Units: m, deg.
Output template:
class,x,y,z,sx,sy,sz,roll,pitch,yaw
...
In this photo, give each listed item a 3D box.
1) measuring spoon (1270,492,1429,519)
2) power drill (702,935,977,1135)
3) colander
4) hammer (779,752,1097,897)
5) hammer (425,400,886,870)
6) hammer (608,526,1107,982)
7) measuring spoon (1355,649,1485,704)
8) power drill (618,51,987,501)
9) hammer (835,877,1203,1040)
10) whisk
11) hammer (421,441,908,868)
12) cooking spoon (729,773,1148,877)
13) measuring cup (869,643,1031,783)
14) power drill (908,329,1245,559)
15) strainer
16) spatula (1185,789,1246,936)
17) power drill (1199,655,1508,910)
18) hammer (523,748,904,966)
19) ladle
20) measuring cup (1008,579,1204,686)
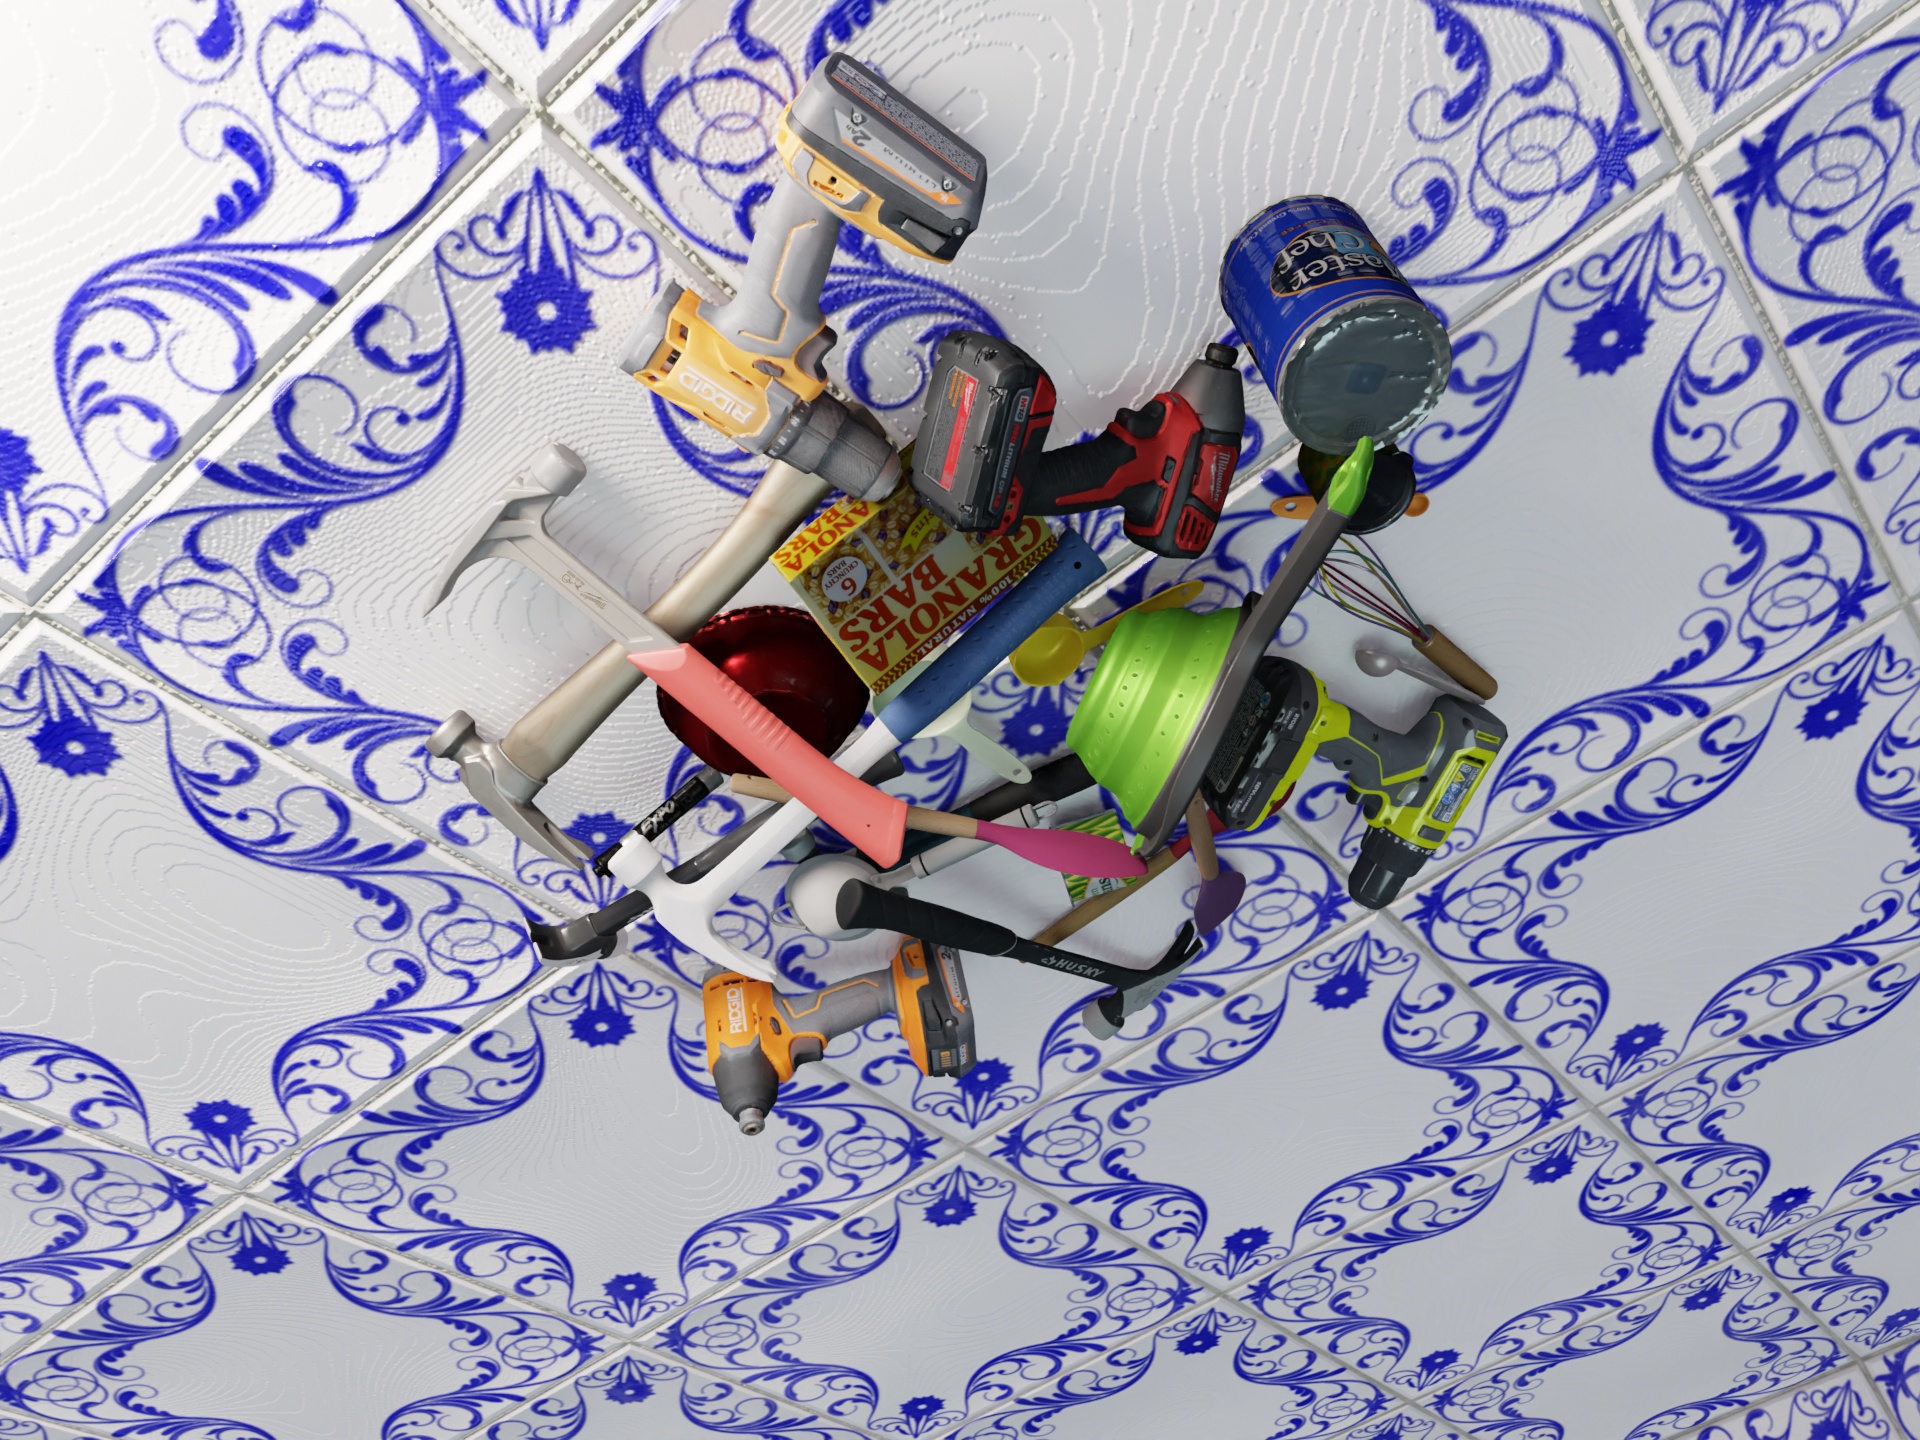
class,x,y,z,sx,sy,sz,roll,pitch,yaw
measuring spoon,0.281,-0.157,1.149,0.117,0.011,0.021,-2,133,-4
power drill,-0.104,0.268,1.359,0.226,0.164,0.084,-9,132,-5
colander,0.156,-0.059,1.071,0.094,0.205,0.396,25,143,2
hammer,0.024,0.072,1.291,0.331,0.033,0.128,-25,131,12
hammer,-0.196,-0.061,1.101,0.410,0.038,0.146,-41,101,21
hammer,-0.055,0.018,1.135,0.405,0.035,0.144,-42,100,2
measuring spoon,0.363,-0.028,1.254,0.124,0.034,0.018,20,82,-19
power drill,-0.072,-0.245,0.936,0.185,0.084,0.226,32,123,-17
hammer,0.050,0.190,1.346,0.149,0.036,0.408,-44,138,23
whisk,0.341,-0.070,1.215,0.244,0.047,0.051,31,119,-36
hammer,-0.182,-0.016,1.075,0.359,0.037,0.149,41,107,-12
cooking spoon,-0.013,0.076,1.185,0.319,0.069,0.017,11,112,-7
measuring cup,-0.002,-0.004,1.214,0.083,0.038,0.167,-36,129,21
power drill,0.087,-0.181,1.016,0.219,0.079,0.143,1,117,-33
strainer,-0.040,0.121,1.276,0.258,0.050,0.086,-25,115,8
spatula,0.205,0.115,1.306,0.060,0.018,0.315,-40,152,-6
power drill,0.306,0.052,1.275,0.228,0.080,0.190,16,111,-24
hammer,-0.188,0.104,1.238,0.335,0.035,0.146,-30,167,13
ladle,0.164,0.126,1.373,0.069,0.031,0.315,33,120,-33
measuring cup,0.106,-0.076,1.185,0.156,0.029,0.062,-25,136,-4
